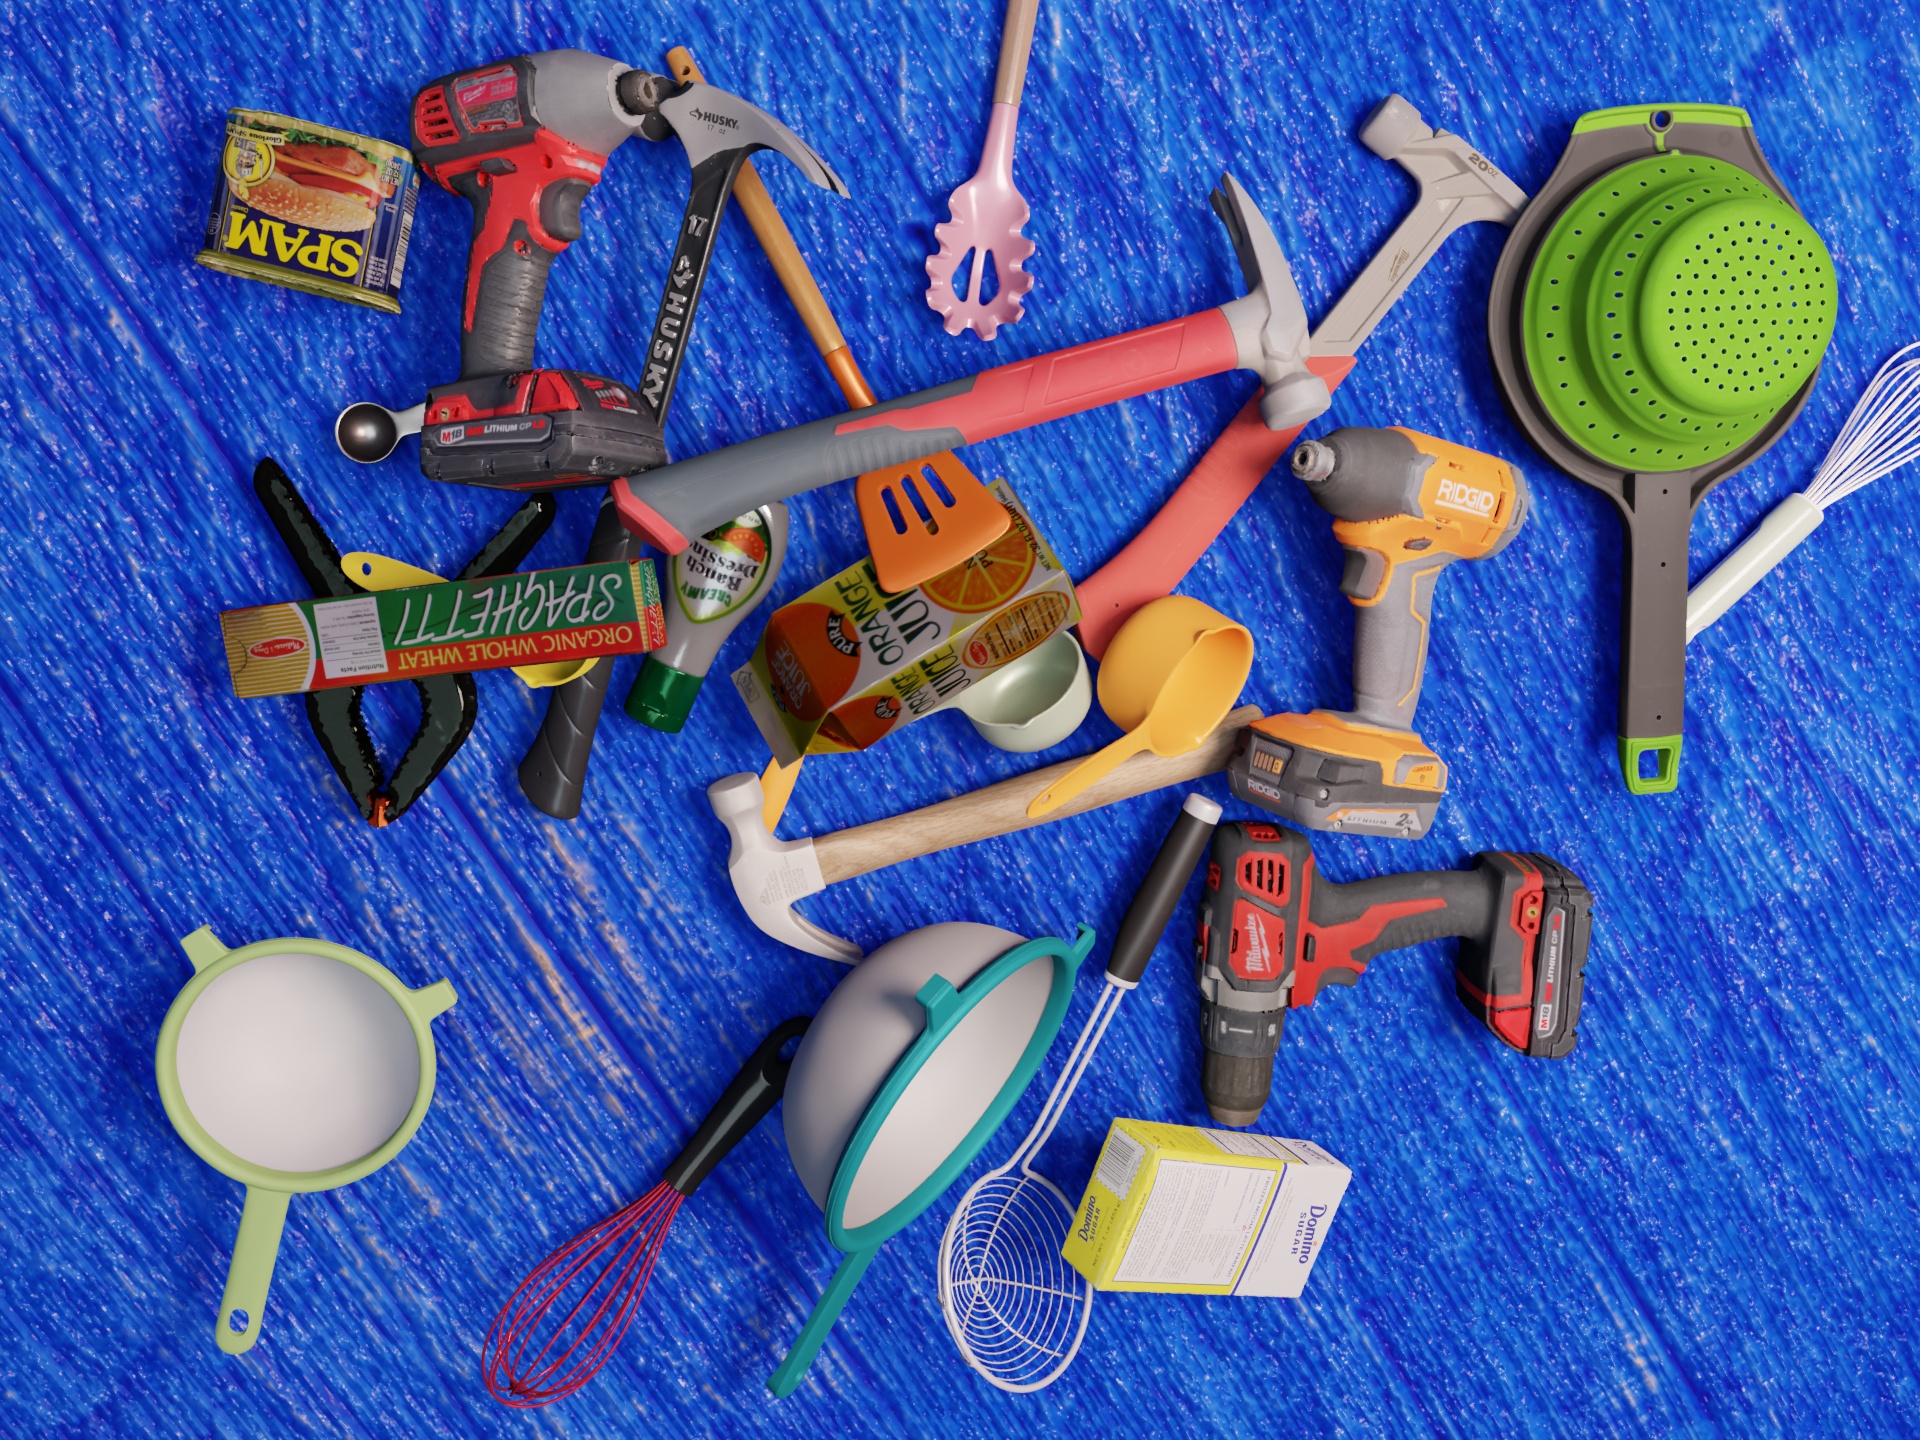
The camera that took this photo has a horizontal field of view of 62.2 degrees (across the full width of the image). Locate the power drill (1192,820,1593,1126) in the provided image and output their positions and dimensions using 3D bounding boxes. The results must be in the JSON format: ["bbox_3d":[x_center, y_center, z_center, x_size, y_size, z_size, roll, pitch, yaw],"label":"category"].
[{"bbox_3d":[0.253,0.159,0.971,0.226,0.080,0.188,3,99,-3],"label":"power drill"}]

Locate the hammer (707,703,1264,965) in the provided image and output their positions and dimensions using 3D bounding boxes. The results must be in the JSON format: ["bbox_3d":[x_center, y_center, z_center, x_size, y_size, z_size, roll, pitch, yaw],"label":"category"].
[{"bbox_3d":[0.026,0.055,0.951,0.331,0.031,0.130,-16,105,-4],"label":"hammer"}]

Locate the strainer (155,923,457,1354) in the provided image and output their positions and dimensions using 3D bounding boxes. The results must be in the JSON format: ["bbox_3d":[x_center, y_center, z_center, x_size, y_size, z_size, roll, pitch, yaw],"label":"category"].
[{"bbox_3d":[-0.391,0.240,0.930,0.151,0.069,0.256,15,99,-10],"label":"strainer"}]

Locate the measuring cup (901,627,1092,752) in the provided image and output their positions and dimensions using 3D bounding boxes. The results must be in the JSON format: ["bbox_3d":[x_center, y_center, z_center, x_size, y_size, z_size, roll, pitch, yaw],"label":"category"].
[{"bbox_3d":[-0.001,-0.003,0.935,0.167,0.083,0.038,-18,136,16],"label":"measuring cup"}]

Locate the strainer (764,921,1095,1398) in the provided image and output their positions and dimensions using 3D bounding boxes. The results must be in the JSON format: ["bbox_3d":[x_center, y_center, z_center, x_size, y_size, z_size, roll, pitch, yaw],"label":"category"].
[{"bbox_3d":[-0.061,0.245,0.932,0.095,0.211,0.340,35,109,23],"label":"strainer"}]

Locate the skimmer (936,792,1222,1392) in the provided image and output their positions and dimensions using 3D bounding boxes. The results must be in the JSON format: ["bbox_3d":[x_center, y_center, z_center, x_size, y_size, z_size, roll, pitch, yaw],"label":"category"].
[{"bbox_3d":[0.088,0.222,0.949,0.127,0.090,0.363,17,102,-40],"label":"skimmer"}]

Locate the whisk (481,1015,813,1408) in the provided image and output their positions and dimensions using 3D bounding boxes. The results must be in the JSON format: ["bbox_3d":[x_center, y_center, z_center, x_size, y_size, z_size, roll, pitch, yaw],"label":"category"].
[{"bbox_3d":[-0.184,0.297,0.967,0.073,0.073,0.296,40,88,-10],"label":"whisk"}]

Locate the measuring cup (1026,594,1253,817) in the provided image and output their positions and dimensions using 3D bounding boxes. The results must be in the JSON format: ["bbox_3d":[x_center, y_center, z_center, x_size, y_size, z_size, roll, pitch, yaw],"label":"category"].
[{"bbox_3d":[0.087,-0.007,0.892,0.173,0.052,0.095,-34,143,-23],"label":"measuring cup"}]

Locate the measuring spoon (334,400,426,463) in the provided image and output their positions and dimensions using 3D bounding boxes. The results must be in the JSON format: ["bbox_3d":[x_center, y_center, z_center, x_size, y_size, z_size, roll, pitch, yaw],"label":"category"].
[{"bbox_3d":[-0.289,-0.173,0.898,0.124,0.018,0.034,-17,93,-9],"label":"measuring spoon"}]

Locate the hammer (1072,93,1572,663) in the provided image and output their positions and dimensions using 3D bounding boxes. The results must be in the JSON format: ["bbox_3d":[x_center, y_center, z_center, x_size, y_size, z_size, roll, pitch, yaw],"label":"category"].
[{"bbox_3d":[0.193,-0.175,0.927,0.149,0.037,0.359,38,94,-10],"label":"hammer"}]

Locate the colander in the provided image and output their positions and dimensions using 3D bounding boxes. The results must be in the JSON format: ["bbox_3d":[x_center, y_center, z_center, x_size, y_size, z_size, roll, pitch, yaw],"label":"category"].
[{"bbox_3d":[0.410,-0.144,0.891,0.204,0.094,0.397,-5,101,-6],"label":"colander"}]

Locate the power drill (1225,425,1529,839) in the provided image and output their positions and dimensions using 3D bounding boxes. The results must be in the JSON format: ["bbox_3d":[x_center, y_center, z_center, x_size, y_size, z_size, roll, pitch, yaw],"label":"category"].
[{"bbox_3d":[0.228,-0.053,0.904,0.164,0.084,0.226,8,100,-36],"label":"power drill"}]

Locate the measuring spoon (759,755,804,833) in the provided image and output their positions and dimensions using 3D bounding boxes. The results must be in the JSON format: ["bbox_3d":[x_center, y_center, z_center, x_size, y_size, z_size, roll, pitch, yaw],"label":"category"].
[{"bbox_3d":[-0.108,0.035,0.948,0.021,0.011,0.117,25,97,-9],"label":"measuring spoon"}]

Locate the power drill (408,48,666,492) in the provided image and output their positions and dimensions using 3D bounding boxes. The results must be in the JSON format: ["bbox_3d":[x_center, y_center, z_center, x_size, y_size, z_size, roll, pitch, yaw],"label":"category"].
[{"bbox_3d":[-0.216,-0.234,0.828,0.143,0.078,0.219,-1,92,27],"label":"power drill"}]

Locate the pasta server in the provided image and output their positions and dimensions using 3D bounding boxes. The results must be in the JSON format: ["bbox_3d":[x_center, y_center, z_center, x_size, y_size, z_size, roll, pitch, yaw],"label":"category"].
[{"bbox_3d":[0.031,-0.369,0.878,0.060,0.040,0.316,9,98,-5],"label":"pasta server"}]

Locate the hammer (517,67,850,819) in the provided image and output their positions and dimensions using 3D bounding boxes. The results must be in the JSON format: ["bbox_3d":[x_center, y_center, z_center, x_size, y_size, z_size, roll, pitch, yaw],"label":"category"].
[{"bbox_3d":[-0.175,-0.137,0.875,0.149,0.036,0.409,24,105,26],"label":"hammer"}]

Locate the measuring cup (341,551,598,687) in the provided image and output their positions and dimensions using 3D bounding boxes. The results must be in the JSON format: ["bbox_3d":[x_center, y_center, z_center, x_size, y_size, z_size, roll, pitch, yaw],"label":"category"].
[{"bbox_3d":[-0.266,-0.065,0.874,0.156,0.029,0.062,19,103,11],"label":"measuring cup"}]

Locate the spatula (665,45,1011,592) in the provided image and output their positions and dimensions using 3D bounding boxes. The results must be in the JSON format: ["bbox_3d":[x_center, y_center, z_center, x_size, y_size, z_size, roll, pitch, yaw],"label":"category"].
[{"bbox_3d":[-0.080,-0.226,0.873,0.081,0.041,0.322,-28,93,1],"label":"spatula"}]

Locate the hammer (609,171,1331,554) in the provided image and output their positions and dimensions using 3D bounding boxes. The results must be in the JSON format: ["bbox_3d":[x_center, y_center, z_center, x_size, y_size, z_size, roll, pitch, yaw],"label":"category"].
[{"bbox_3d":[0.001,-0.180,0.847,0.386,0.038,0.143,-18,84,-11],"label":"hammer"}]

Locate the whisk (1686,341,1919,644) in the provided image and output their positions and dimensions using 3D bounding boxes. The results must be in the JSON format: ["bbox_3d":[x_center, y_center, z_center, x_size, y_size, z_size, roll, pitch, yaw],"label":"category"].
[{"bbox_3d":[0.517,-0.135,0.961,0.246,0.057,0.059,-45,66,6],"label":"whisk"}]
